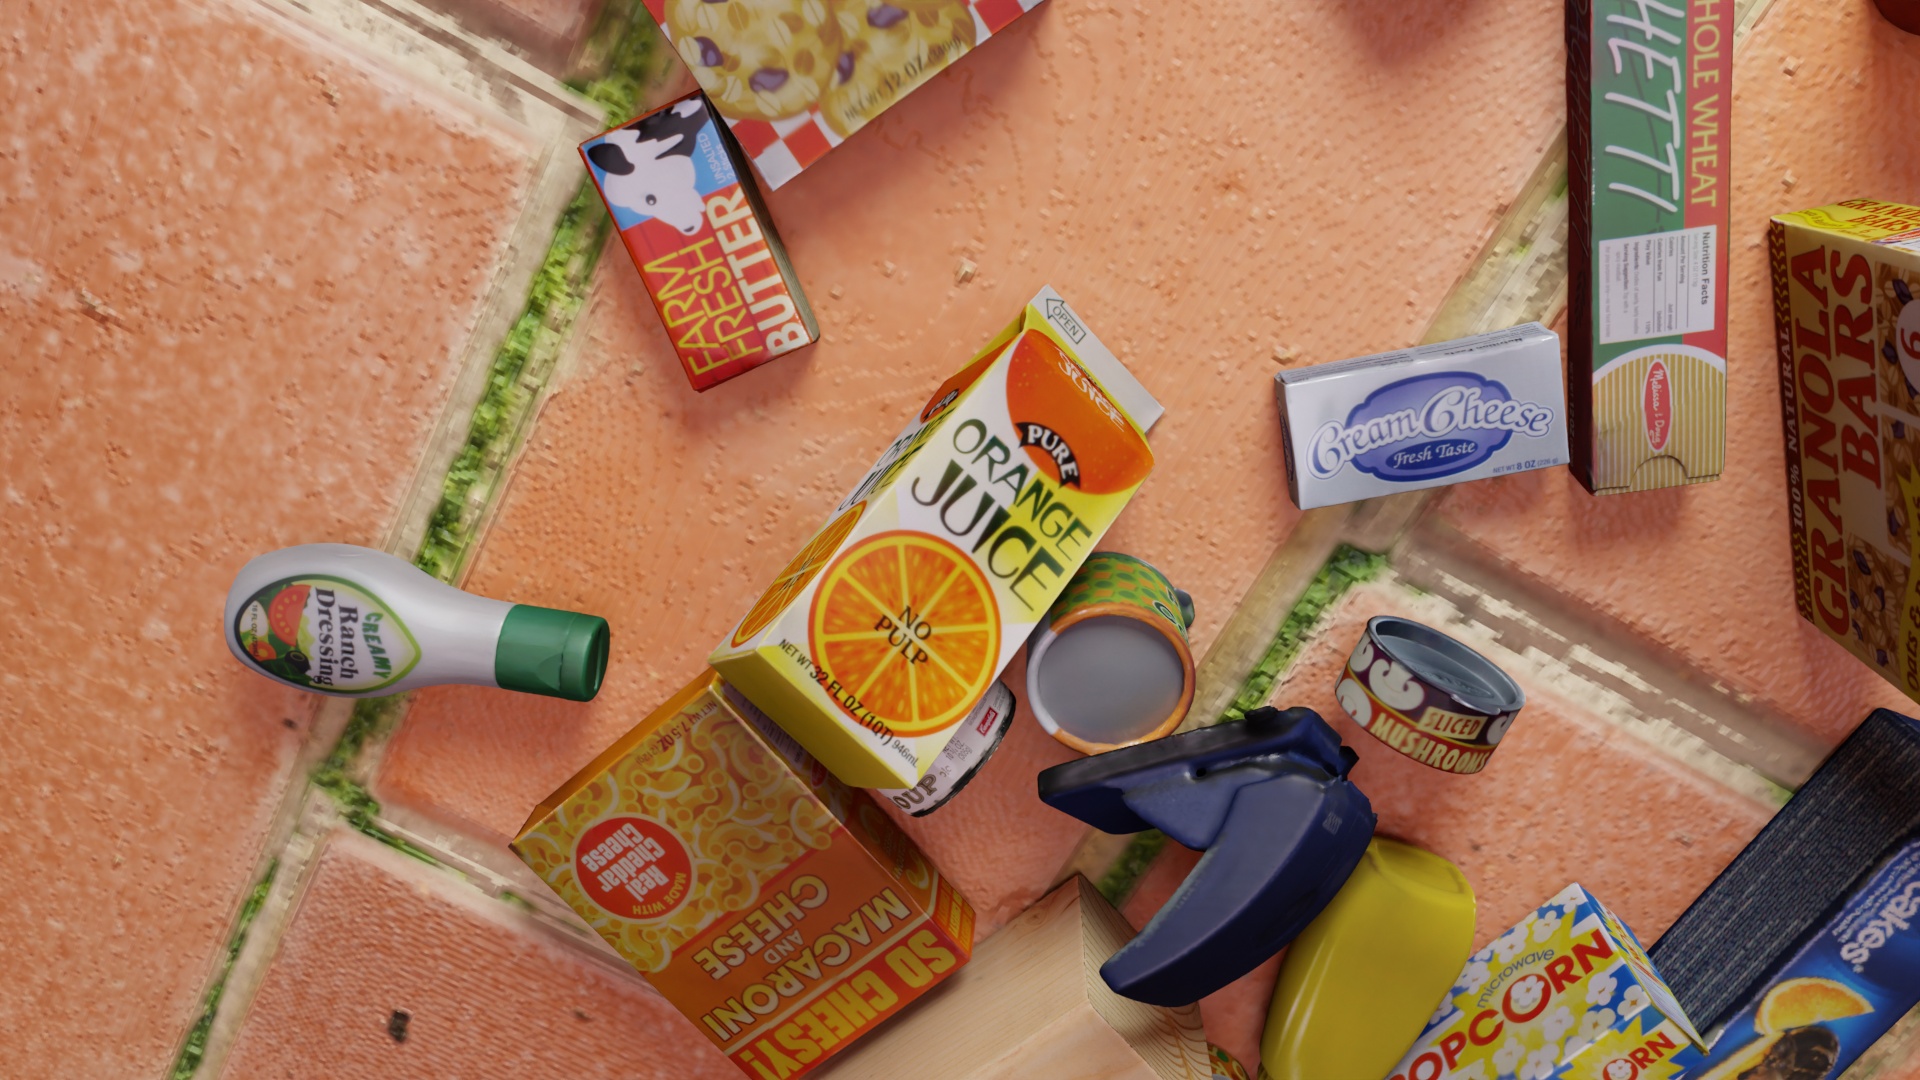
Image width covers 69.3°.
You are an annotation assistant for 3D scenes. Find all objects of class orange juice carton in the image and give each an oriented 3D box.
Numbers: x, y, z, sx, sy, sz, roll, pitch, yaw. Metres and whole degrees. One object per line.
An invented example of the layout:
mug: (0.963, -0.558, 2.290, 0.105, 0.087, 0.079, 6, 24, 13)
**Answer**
orange juice carton: (0.002, -0.006, 0.509, 0.072, 0.073, 0.193, 44, 67, -12)

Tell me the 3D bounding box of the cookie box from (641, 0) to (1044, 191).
cookie box: (-0.062, -0.228, 0.480, 0.123, 0.040, 0.167, -32, 106, 13)

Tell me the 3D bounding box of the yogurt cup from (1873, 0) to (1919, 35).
yogurt cup: (0.343, -0.196, 0.460, 0.072, 0.054, 0.072, 1, 109, 3)

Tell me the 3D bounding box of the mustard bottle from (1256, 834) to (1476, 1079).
mustard bottle: (0.167, 0.207, 0.613, 0.065, 0.049, 0.159, 21, 110, -2)

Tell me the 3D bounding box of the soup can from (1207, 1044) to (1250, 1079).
soup can: (0.107, 0.276, 0.622, 0.071, 0.084, 0.071, 1, 110, 3)

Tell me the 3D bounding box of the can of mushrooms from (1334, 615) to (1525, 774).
can of mushrooms: (0.185, 0.061, 0.549, 0.071, 0.071, 0.033, 22, 111, -4)

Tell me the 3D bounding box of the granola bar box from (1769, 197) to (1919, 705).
granola bar box: (0.335, -0.028, 0.481, 0.039, 0.124, 0.165, -13, 108, 7)

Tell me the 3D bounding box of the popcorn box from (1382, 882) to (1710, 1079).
popcorn box: (0.239, 0.216, 0.593, 0.038, 0.085, 0.126, 43, 107, -10)

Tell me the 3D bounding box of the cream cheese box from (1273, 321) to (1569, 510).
cream cheese box: (0.177, -0.048, 0.537, 0.104, 0.024, 0.053, -10, 107, 7)

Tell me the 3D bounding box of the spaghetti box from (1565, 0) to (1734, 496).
spaghetti box: (0.247, -0.140, 0.498, 0.050, 0.029, 0.249, -7, 109, 6)

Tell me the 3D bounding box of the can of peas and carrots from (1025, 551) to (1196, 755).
can of peas and carrots: (0.061, 0.045, 0.557, 0.071, 0.059, 0.070, 1, 110, 3)

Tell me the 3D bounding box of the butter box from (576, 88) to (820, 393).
butter box: (-0.098, -0.113, 0.529, 0.053, 0.024, 0.103, -20, 107, 9)

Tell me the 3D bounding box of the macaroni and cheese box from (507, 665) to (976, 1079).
macaroni and cheese box: (-0.092, 0.149, 0.612, 0.123, 0.040, 0.166, -38, 103, 15)

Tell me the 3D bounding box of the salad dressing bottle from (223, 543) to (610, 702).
salad dressing bottle: (-0.223, 0.038, 0.579, 0.148, 0.044, 0.064, 8, 108, 0)
